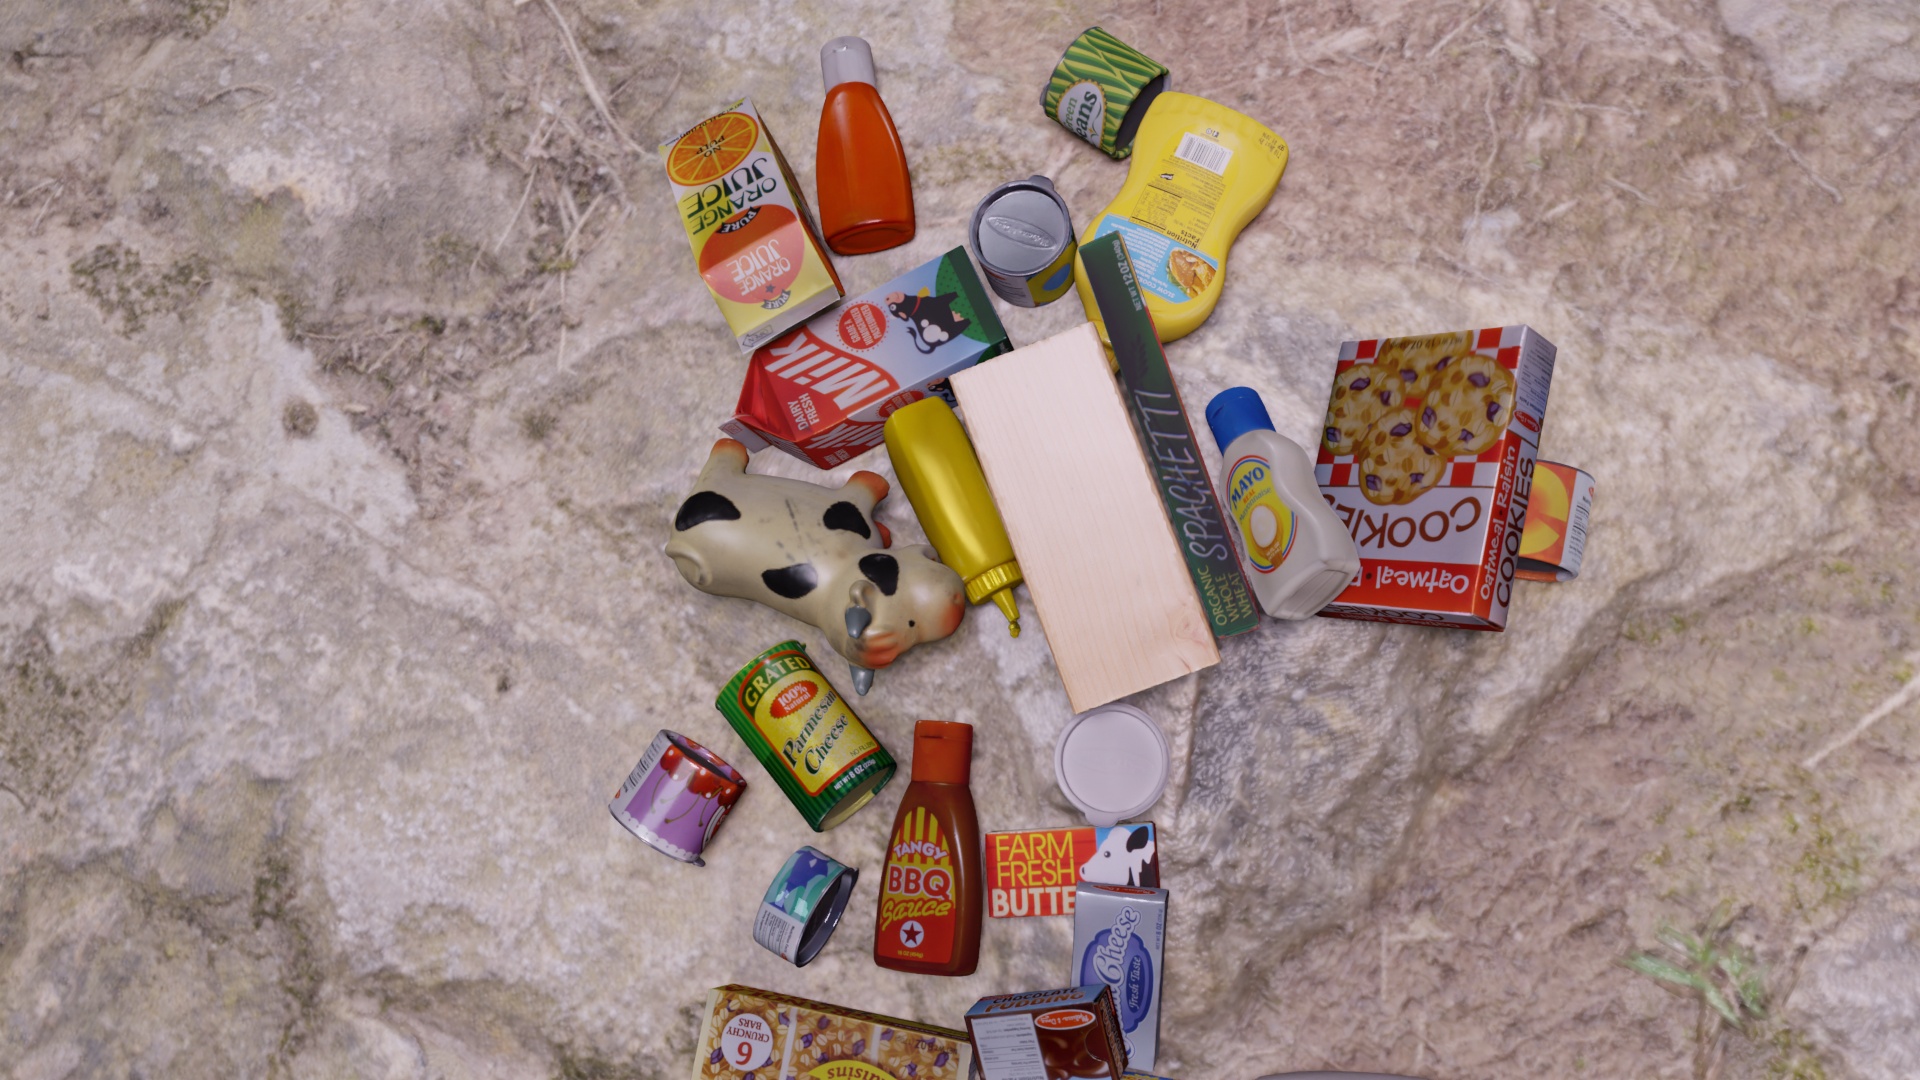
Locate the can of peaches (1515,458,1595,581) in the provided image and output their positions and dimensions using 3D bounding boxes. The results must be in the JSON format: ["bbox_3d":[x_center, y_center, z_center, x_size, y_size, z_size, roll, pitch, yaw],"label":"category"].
[{"bbox_3d":[0.327,-0.012,0.808,0.071,0.071,0.058,11,81,14],"label":"can of peaches"}]

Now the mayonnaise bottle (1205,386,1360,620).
[{"bbox_3d":[0.185,-0.027,0.829,0.064,0.041,0.149,-54,39,40],"label":"mayonnaise bottle"}]

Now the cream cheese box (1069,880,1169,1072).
[{"bbox_3d":[0.090,0.251,0.804,0.053,0.024,0.103,4,98,13],"label":"cream cheese box"}]

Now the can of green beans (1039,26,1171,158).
[{"bbox_3d":[0.097,-0.295,0.917,0.058,0.071,0.071,37,88,16],"label":"can of green beans"}]

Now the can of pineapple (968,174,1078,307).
[{"bbox_3d":[0.044,-0.194,0.910,0.071,0.058,0.071,-2,78,11],"label":"can of pineapple"}]

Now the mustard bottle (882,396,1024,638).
[{"bbox_3d":[0.003,-0.011,0.876,0.049,0.065,0.160,-24,79,-13],"label":"mustard bottle"}]

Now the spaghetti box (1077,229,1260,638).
[{"bbox_3d":[0.126,-0.062,0.833,0.028,0.050,0.250,-20,92,10],"label":"spaghetti box"}]

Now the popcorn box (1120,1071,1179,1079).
[{"bbox_3d":[0.111,0.372,0.781,0.085,0.038,0.127,5,79,13],"label":"popcorn box"}]

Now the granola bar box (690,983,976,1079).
[{"bbox_3d":[-0.079,0.343,0.826,0.165,0.039,0.124,7,79,13],"label":"granola bar box"}]

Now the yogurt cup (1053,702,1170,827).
[{"bbox_3d":[0.093,0.133,0.829,0.072,0.054,0.072,-2,78,11],"label":"yogurt cup"}]

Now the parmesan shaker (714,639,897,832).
[{"bbox_3d":[-0.094,0.120,0.866,0.071,0.071,0.103,-42,74,0],"label":"parmesan shaker"}]

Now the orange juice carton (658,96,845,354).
[{"bbox_3d":[-0.133,-0.198,0.904,0.072,0.072,0.193,-28,51,5],"label":"orange juice carton"}]

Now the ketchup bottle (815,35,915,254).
[{"bbox_3d":[-0.071,-0.274,0.958,0.065,0.043,0.149,-10,76,9],"label":"ketchup bottle"}]

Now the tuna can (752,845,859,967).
[{"bbox_3d":[-0.093,0.220,0.844,0.033,0.071,0.071,25,84,16],"label":"tuna can"}]

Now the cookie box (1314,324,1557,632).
[{"bbox_3d":[0.266,-0.035,0.806,0.123,0.040,0.167,3,75,51],"label":"cookie box"}]

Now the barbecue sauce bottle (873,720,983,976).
[{"bbox_3d":[-0.016,0.185,0.845,0.065,0.043,0.149,-1,77,27],"label":"barbecue sauce bottle"}]

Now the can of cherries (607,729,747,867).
[{"bbox_3d":[-0.175,0.162,0.874,0.071,0.071,0.058,32,85,16],"label":"can of cherries"}]

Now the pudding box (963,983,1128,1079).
[{"bbox_3d":[0.049,0.284,0.790,0.083,0.030,0.049,-14,90,23],"label":"pudding box"}]

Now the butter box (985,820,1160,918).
[{"bbox_3d":[0.068,0.199,0.836,0.103,0.024,0.053,-6,76,10],"label":"butter box"}]

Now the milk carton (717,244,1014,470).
[{"bbox_3d":[-0.063,-0.108,0.905,0.190,0.072,0.073,-26,74,5],"label":"milk carton"}]
